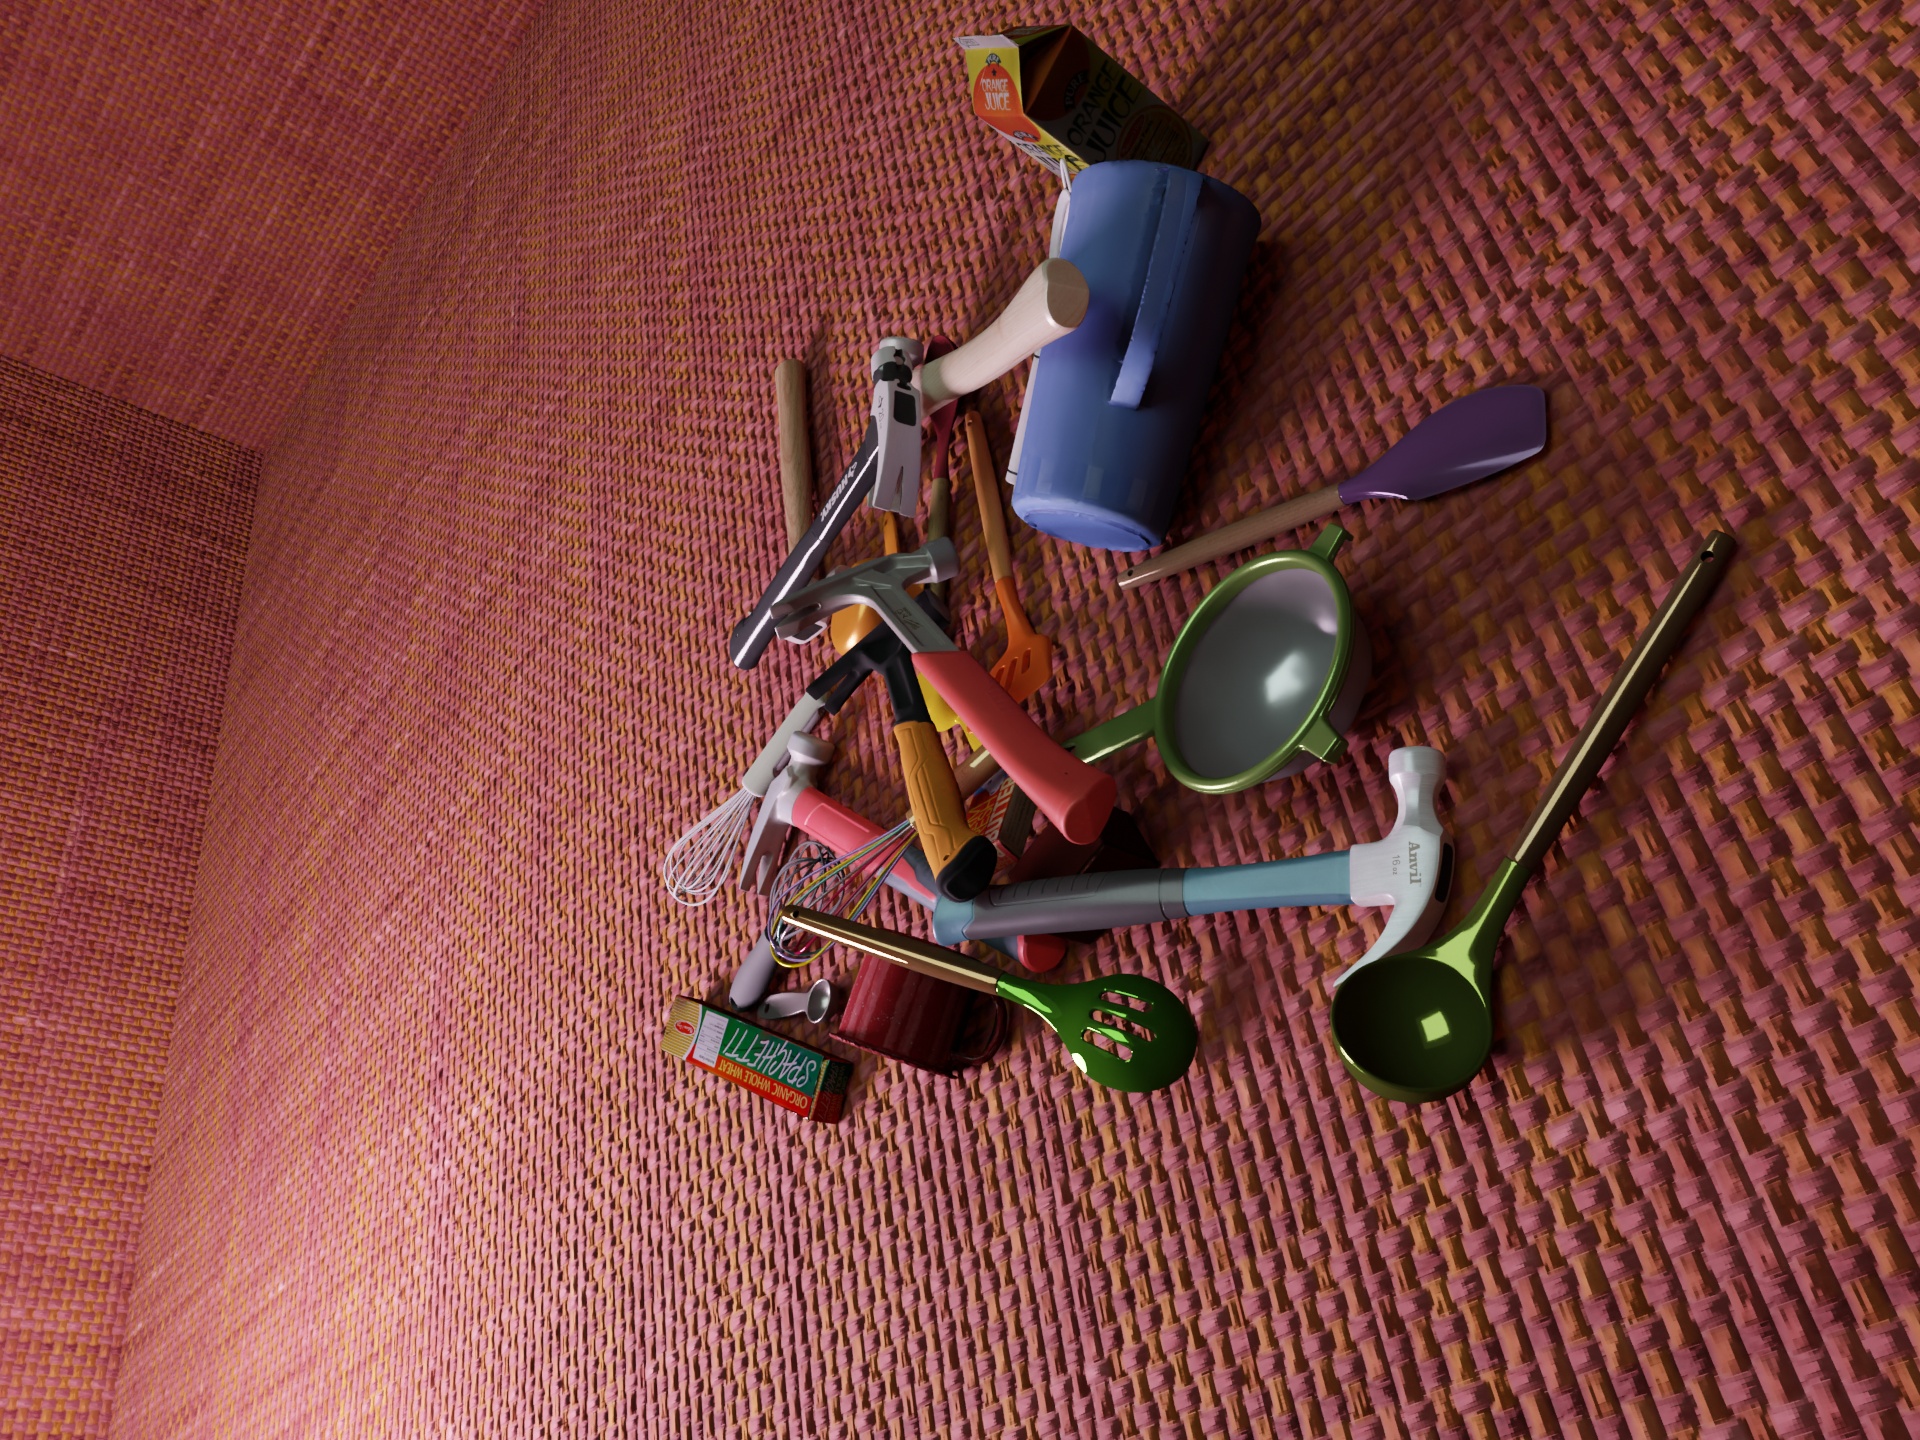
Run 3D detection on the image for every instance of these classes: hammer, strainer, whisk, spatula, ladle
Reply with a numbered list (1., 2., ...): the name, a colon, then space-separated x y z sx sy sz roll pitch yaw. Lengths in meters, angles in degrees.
1. hammer: -0.118 -0.143 1.311 0.334 0.035 0.146 -49 38 45
2. hammer: -0.054 0.121 1.194 0.387 0.038 0.143 24 93 54
3. strainer: 0.155 -0.002 0.959 0.256 0.069 0.152 -28 45 48
4. hammer: 0.122 0.099 0.924 0.331 0.033 0.128 -10 67 35
5. whisk: -0.044 0.090 1.115 0.245 0.051 0.047 -42 23 13
6. hammer: -0.035 0.022 1.110 0.127 0.034 0.337 -39 30 11
7. spatula: 0.025 -0.127 1.213 0.081 0.041 0.323 -34 47 29
8. whisk: -0.185 0.065 1.393 0.059 0.057 0.246 42 108 16
9. ladle: 0.285 0.046 0.778 0.078 0.062 0.320 34 98 31
10. ladle: -0.017 -0.173 1.302 0.069 0.031 0.316 142 135 -61
11. whisk: -0.140 0.169 1.240 0.238 0.055 0.055 122 147 -46
12. hammer: -0.007 -0.022 1.072 0.149 0.036 0.359 -24 36 -12
13. spatula: 0.217 -0.134 0.986 0.316 0.018 0.060 -20 55 45
14. hammer: -0.154 -0.213 1.497 0.130 0.031 0.332 -37 46 36
15. strainer: 0.069 -0.285 1.198 0.087 0.050 0.258 -107 28 -66
16. hammer: 0.001 -0.250 1.178 0.411 0.038 0.146 -178 94 -72

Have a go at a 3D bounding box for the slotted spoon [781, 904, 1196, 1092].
1. slotted spoon: 0.005 0.163 1.013 0.314 0.031 0.070 13 68 34

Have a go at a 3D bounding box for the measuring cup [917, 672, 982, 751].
1. measuring cup: -0.002 -0.004 1.172 0.062 0.029 0.157 -55 26 11

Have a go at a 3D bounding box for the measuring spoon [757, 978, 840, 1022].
1. measuring spoon: -0.128 0.227 1.262 0.124 0.018 0.034 -20 55 54

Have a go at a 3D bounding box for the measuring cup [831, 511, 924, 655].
1. measuring cup: -0.075 -0.120 1.317 0.095 0.052 0.174 124 149 -41
